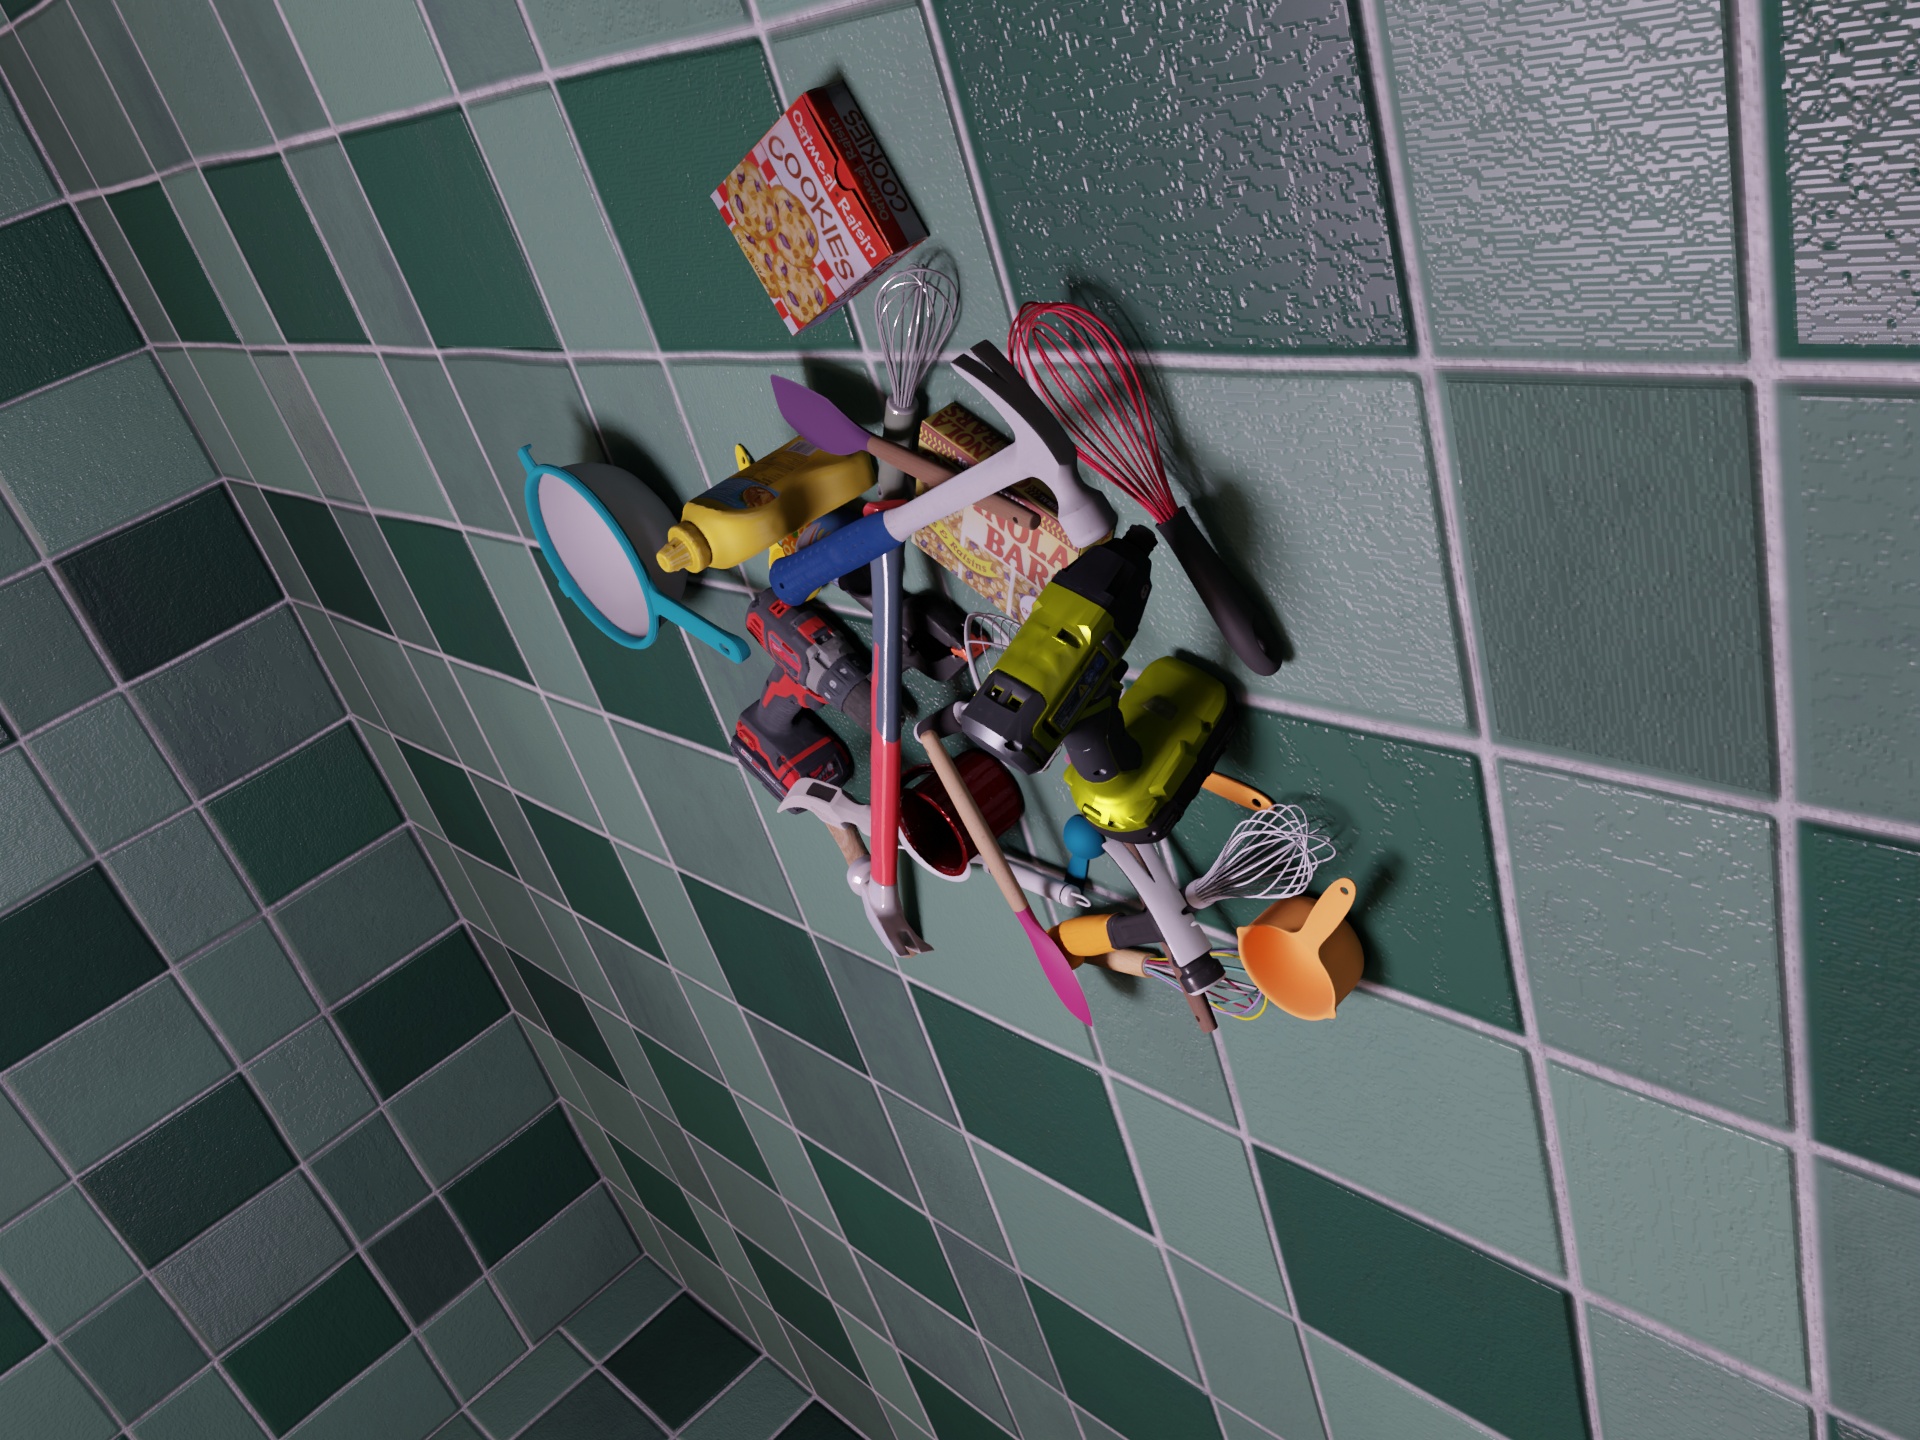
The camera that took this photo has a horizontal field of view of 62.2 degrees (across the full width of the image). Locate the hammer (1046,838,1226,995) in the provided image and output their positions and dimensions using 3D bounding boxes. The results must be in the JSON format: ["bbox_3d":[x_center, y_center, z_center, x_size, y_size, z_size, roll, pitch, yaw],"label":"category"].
[{"bbox_3d":[0.118,0.166,1.292,0.127,0.034,0.337,60,165,4],"label":"hammer"}]

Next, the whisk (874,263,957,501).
[{"bbox_3d":[-0.042,-0.246,1.200,0.246,0.059,0.058,103,162,-57],"label":"whisk"}]

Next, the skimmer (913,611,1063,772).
[{"bbox_3d":[-0.002,-0.004,1.284,0.127,0.090,0.363,65,160,0],"label":"skimmer"}]

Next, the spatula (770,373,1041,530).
[{"bbox_3d":[-0.049,-0.199,1.201,0.316,0.018,0.059,32,148,41],"label":"spatula"}]

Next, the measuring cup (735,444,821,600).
[{"bbox_3d":[-0.167,-0.183,1.464,0.062,0.029,0.156,-17,94,59],"label":"measuring cup"}]

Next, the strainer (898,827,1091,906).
[{"bbox_3d":[0.027,0.131,1.477,0.259,0.050,0.086,18,142,44],"label":"strainer"}]

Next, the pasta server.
[{"bbox_3d":[0.128,0.104,1.264,0.316,0.040,0.060,66,160,3],"label":"pasta server"}]

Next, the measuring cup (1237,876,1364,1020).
[{"bbox_3d":[0.266,0.150,1.159,0.095,0.052,0.173,42,146,19],"label":"measuring cup"}]

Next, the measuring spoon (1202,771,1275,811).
[{"bbox_3d":[0.188,0.049,1.203,0.117,0.011,0.021,23,138,41],"label":"measuring spoon"}]

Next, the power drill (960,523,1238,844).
[{"bbox_3d":[0.104,-0.018,1.065,0.080,0.171,0.223,31,173,34],"label":"power drill"}]

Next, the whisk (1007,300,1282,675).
[{"bbox_3d":[0.127,-0.150,1.045,0.295,0.073,0.073,54,150,-10],"label":"whisk"}]

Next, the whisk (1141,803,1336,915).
[{"bbox_3d":[0.199,0.125,1.226,0.070,0.070,0.284,51,155,4],"label":"whisk"}]

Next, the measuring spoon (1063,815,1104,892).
[{"bbox_3d":[0.099,0.131,1.402,0.042,0.021,0.128,39,147,23],"label":"measuring spoon"}]

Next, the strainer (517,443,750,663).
[{"bbox_3d":[-0.301,-0.157,1.598,0.341,0.095,0.210,32,145,32],"label":"strainer"}]

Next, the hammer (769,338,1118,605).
[{"bbox_3d":[-0.045,-0.151,1.162,0.144,0.035,0.405,57,150,-11],"label":"hammer"}]

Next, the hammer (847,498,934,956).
[{"bbox_3d":[-0.057,0.008,1.329,0.143,0.038,0.386,-132,39,-58],"label":"hammer"}]

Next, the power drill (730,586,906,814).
[{"bbox_3d":[-0.139,-0.005,1.550,0.188,0.080,0.226,43,145,18],"label":"power drill"}]

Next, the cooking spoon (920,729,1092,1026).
[{"bbox_3d":[0.041,0.142,1.380,0.318,0.017,0.069,62,165,-21],"label":"cooking spoon"}]

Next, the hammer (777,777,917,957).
[{"bbox_3d":[-0.096,0.156,1.605,0.130,0.031,0.331,22,154,26],"label":"hammer"}]

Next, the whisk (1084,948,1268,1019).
[{"bbox_3d":[0.176,0.217,1.364,0.245,0.051,0.047,1,127,58],"label":"whisk"}]
